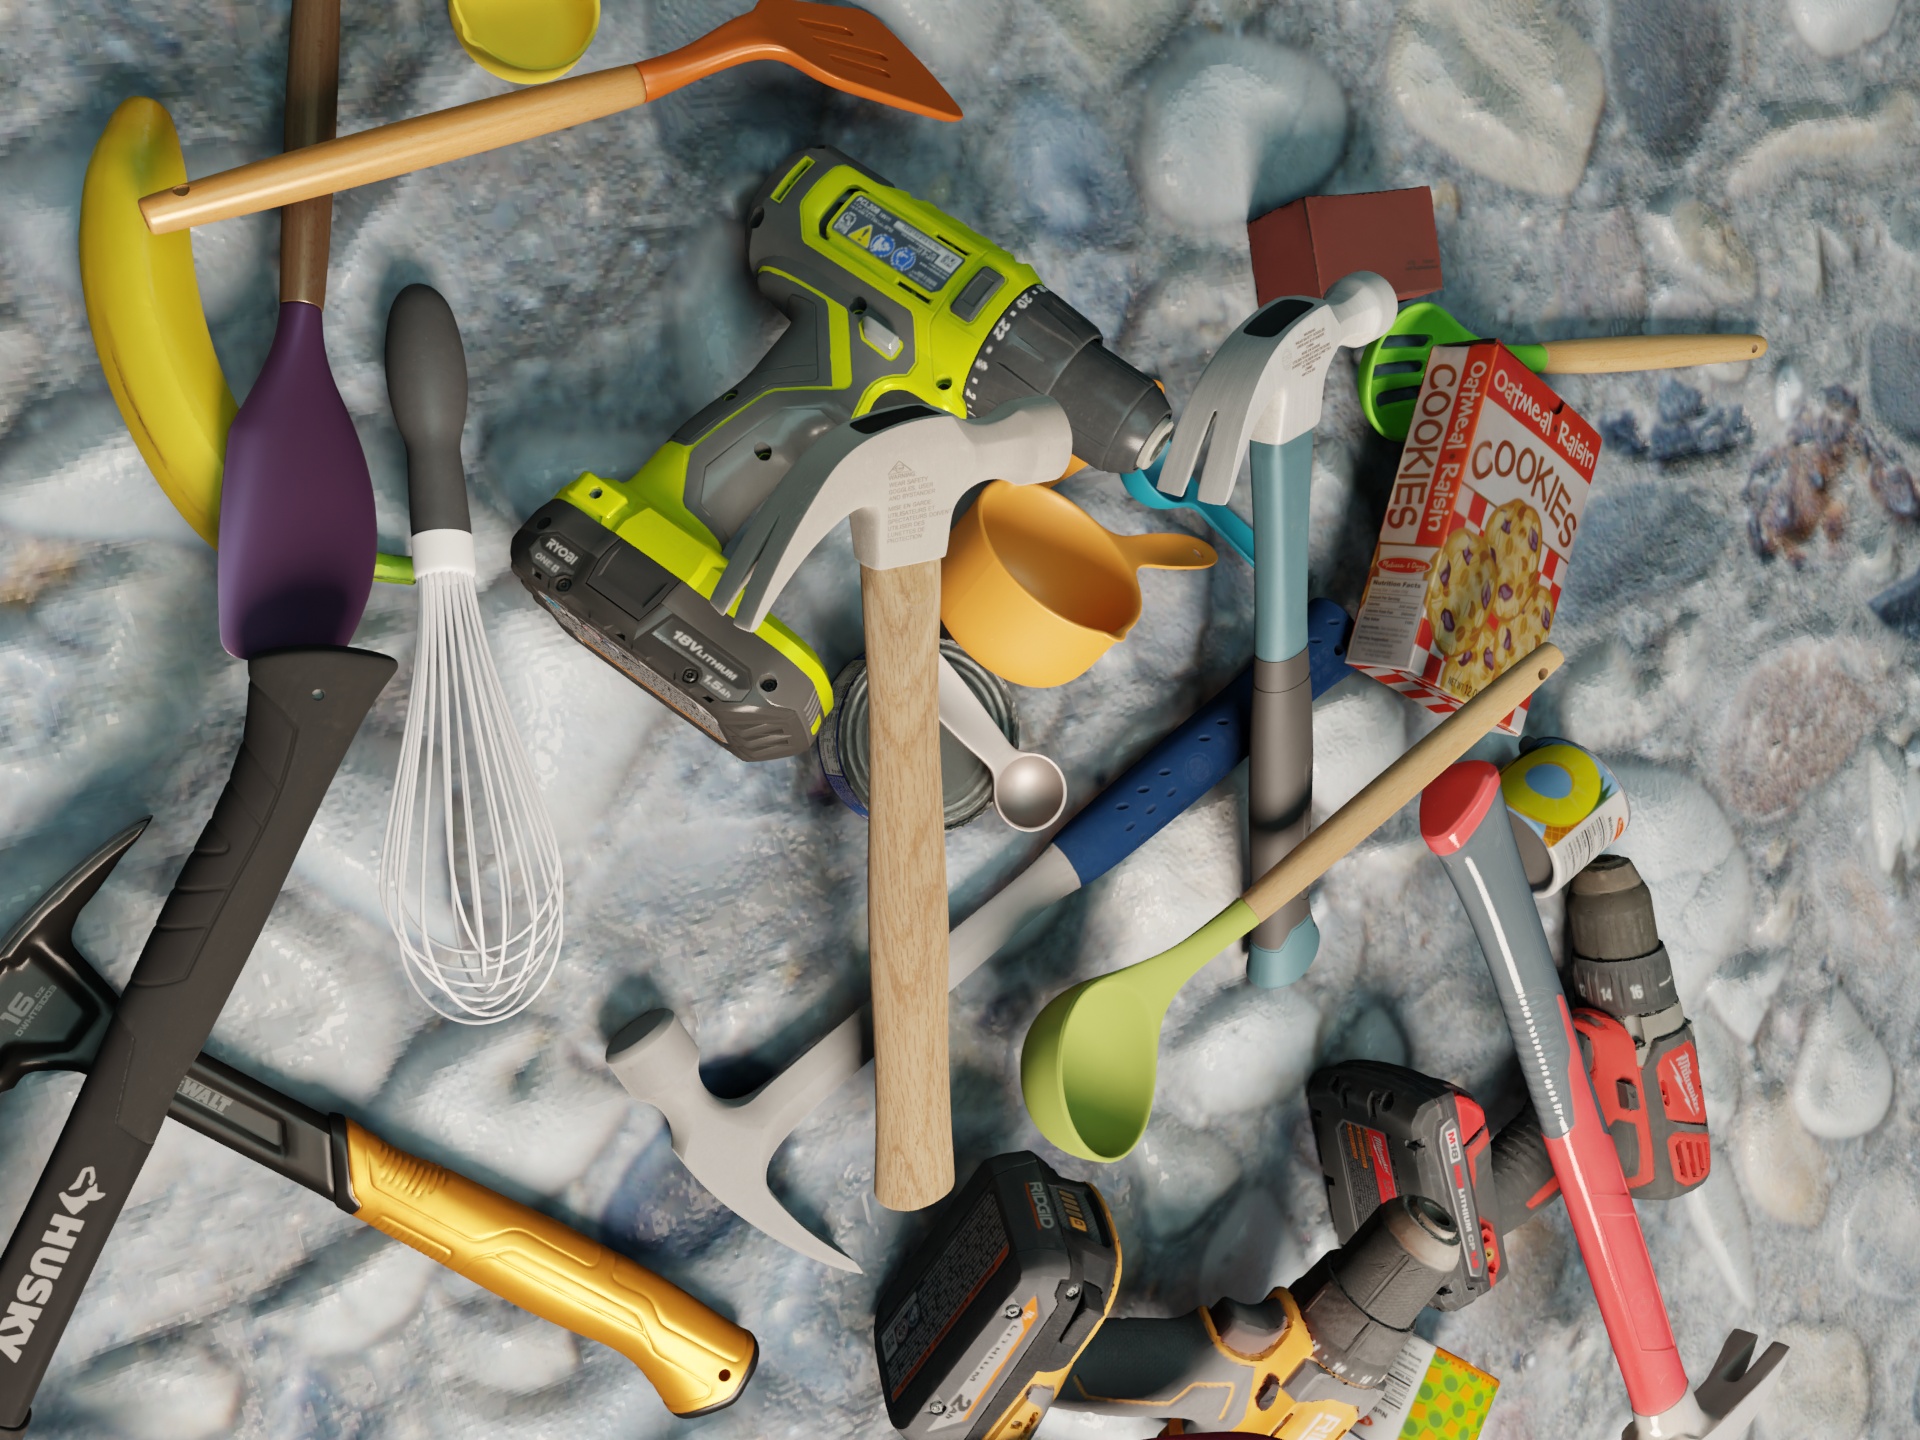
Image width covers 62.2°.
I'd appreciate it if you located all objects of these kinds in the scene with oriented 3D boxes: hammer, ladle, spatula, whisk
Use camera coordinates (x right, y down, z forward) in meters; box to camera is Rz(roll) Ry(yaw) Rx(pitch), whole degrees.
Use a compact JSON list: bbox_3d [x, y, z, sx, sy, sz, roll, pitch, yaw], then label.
[{"bbox_3d":[0.309,0.194,0.775,0.143,0.038,0.386,-27,103,-29],"label":"hammer"},{"bbox_3d":[-0.022,0.048,0.602,0.130,0.031,0.331,-14,117,-29],"label":"hammer"},{"bbox_3d":[0.154,0.072,0.701,0.320,0.062,0.078,-39,121,-7],"label":"ladle"},{"bbox_3d":[-0.146,-0.231,0.613,0.322,0.041,0.081,-26,65,-23],"label":"spatula"},{"bbox_3d":[0.144,-0.021,0.712,0.128,0.033,0.330,-30,127,-36],"label":"hammer"},{"bbox_3d":[-0.277,0.126,0.544,0.146,0.035,0.335,26,85,-22],"label":"hammer"},{"bbox_3d":[-0.191,-0.030,0.595,0.070,0.070,0.285,-4,79,-25],"label":"whisk"},{"bbox_3d":[-0.213,0.175,0.616,0.336,0.034,0.127,38,77,-21],"label":"hammer"},{"bbox_3d":[0.042,0.078,0.731,0.405,0.035,0.144,-38,105,-20],"label":"hammer"},{"bbox_3d":[-0.239,-0.176,0.586,0.059,0.018,0.316,7,79,-50],"label":"spatula"}]

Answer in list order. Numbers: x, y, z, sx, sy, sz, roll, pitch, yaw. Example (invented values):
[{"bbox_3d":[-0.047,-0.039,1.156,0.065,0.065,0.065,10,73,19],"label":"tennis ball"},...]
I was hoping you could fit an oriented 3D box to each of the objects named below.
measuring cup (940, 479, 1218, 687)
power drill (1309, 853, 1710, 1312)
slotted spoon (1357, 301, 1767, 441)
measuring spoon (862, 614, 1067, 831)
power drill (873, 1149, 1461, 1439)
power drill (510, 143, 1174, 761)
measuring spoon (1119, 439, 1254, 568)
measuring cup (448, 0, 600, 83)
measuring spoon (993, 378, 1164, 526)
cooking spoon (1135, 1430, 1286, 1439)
[{"bbox_3d":[0.057,-0.061,0.729,0.173,0.052,0.095,-9,60,-50],"label":"measuring cup"},{"bbox_3d":[0.296,0.185,0.831,0.226,0.080,0.188,-15,97,-27],"label":"power drill"},{"bbox_3d":[0.332,-0.196,0.865,0.313,0.031,0.070,-10,113,-27],"label":"slotted spoon"},{"bbox_3d":[-0.001,-0.002,0.685,0.034,0.018,0.124,-44,101,-16],"label":"measuring spoon"},{"bbox_3d":[0.099,0.264,0.705,0.226,0.084,0.185,25,111,-24],"label":"power drill"},{"bbox_3d":[-0.045,-0.100,0.631,0.190,0.080,0.228,35,77,10],"label":"power drill"},{"bbox_3d":[0.119,-0.095,0.775,0.128,0.021,0.042,36,45,-30],"label":"measuring spoon"},{"bbox_3d":[-0.205,-0.317,0.616,0.062,0.029,0.156,-46,104,-17],"label":"measuring cup"},{"bbox_3d":[0.056,-0.128,0.746,0.117,0.011,0.021,-38,106,-19],"label":"measuring spoon"},{"bbox_3d":[-0.023,0.315,0.648,0.319,0.068,0.017,-7,63,-1],"label":"cooking spoon"}]
